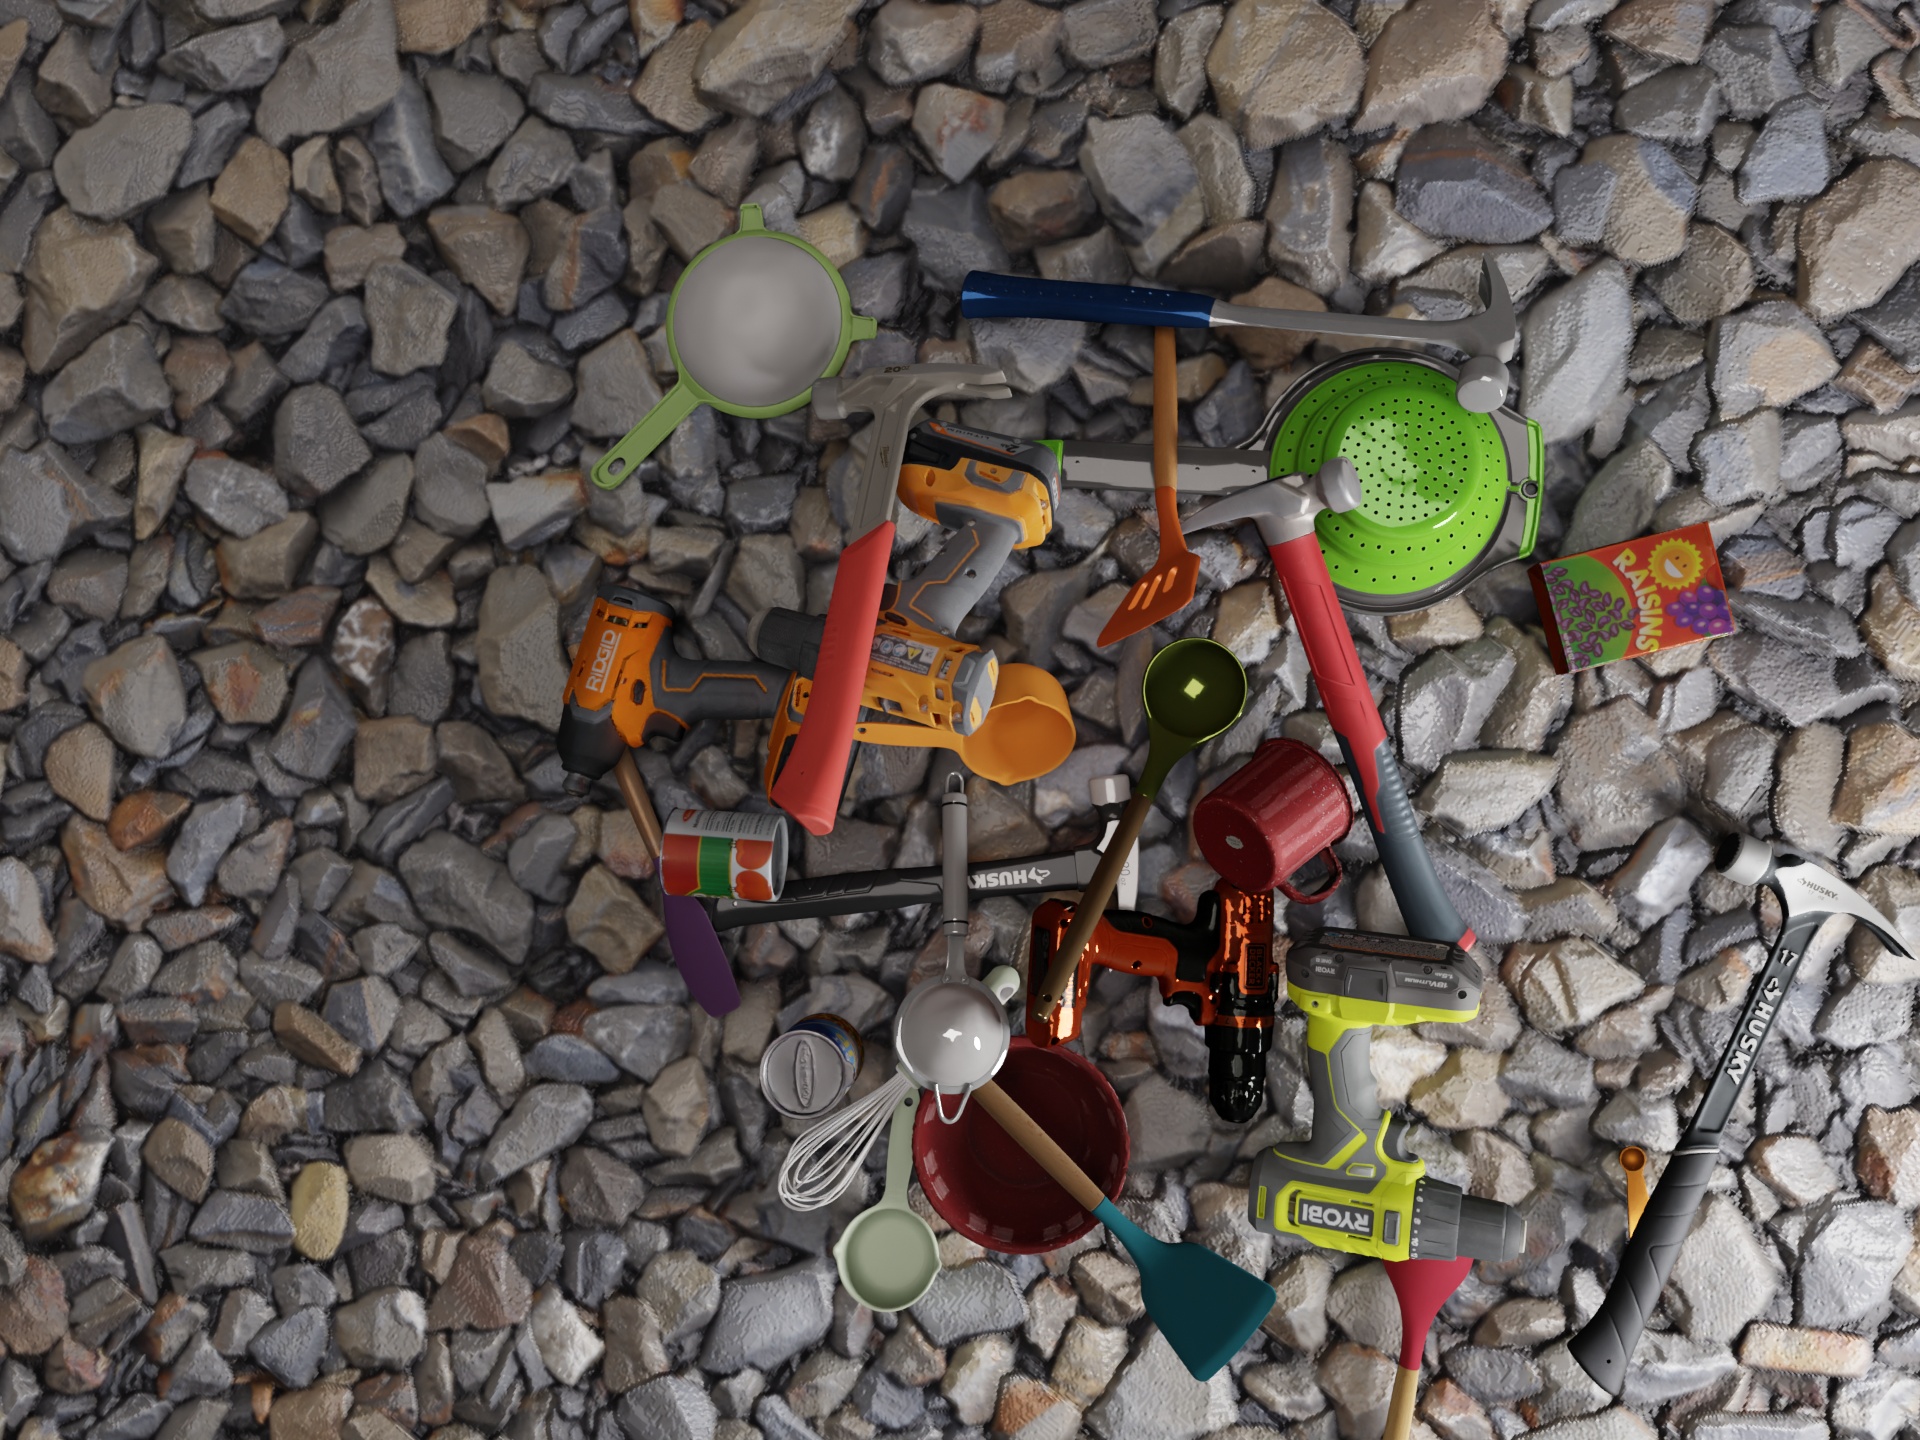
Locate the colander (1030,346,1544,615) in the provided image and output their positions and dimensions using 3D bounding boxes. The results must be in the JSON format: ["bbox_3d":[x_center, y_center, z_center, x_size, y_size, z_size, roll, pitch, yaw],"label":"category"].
[{"bbox_3d":[0.236,-0.188,1.175,0.397,0.094,0.204,4,88,6],"label":"colander"}]

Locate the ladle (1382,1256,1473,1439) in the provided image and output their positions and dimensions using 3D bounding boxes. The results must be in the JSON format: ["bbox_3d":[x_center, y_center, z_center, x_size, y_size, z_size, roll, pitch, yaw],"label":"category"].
[{"bbox_3d":[0.326,0.503,1.178,0.069,0.031,0.315,10,91,9],"label":"ladle"}]

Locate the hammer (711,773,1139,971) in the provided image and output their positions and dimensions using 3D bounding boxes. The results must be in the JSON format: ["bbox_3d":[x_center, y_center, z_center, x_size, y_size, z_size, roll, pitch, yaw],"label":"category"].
[{"bbox_3d":[-0.027,0.132,1.222,0.335,0.035,0.146,-7,87,6],"label":"hammer"}]

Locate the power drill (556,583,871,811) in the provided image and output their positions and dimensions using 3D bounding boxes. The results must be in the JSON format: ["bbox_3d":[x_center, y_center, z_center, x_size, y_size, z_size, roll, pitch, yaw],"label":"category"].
[{"bbox_3d":[-0.193,0.002,1.211,0.226,0.084,0.164,16,81,6],"label":"power drill"}]

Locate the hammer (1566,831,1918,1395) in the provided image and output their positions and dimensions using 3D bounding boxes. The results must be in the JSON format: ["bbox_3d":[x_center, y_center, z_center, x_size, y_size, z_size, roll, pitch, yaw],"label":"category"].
[{"bbox_3d":[0.544,0.294,1.149,0.149,0.036,0.409,25,89,3],"label":"hammer"}]

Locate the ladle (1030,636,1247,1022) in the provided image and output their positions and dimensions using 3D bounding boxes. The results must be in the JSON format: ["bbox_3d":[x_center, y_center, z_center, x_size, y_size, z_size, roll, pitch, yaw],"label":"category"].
[{"bbox_3d":[0.122,0.072,1.133,0.078,0.062,0.320,25,61,9],"label":"ladle"}]

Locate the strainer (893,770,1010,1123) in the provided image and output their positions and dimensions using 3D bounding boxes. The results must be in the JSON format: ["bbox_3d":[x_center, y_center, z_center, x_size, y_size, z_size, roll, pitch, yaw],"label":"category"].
[{"bbox_3d":[-0.004,0.160,1.162,0.087,0.050,0.259,4,70,-14],"label":"strainer"}]

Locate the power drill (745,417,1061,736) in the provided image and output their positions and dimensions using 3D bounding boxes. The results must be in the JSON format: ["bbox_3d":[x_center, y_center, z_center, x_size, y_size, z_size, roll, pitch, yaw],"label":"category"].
[{"bbox_3d":[-0.038,-0.110,1.169,0.185,0.084,0.226,16,66,16],"label":"power drill"}]

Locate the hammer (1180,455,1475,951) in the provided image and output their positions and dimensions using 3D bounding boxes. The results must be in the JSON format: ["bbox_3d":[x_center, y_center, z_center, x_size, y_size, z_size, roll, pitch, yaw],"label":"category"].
[{"bbox_3d":[0.276,0.011,1.159,0.143,0.038,0.386,-16,101,32],"label":"hammer"}]

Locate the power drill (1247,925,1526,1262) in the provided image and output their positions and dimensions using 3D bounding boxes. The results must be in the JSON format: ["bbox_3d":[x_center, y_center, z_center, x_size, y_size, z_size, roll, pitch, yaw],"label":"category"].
[{"bbox_3d":[0.310,0.274,1.137,0.190,0.080,0.228,5,97,20],"label":"power drill"}]

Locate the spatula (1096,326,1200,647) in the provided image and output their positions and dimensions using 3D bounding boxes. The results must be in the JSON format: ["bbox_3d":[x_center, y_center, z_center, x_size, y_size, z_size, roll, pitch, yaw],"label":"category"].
[{"bbox_3d":[0.141,-0.187,1.139,0.081,0.041,0.323,-26,47,39],"label":"spatula"}]

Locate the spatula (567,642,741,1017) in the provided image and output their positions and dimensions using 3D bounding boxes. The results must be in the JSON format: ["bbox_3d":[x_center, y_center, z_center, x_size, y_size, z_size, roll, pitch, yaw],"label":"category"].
[{"bbox_3d":[-0.246,0.084,1.250,0.060,0.018,0.316,-29,82,40],"label":"spatula"}]

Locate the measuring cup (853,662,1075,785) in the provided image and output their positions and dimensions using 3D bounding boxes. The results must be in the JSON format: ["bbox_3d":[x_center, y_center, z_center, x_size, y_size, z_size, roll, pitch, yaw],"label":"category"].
[{"bbox_3d":[-0.002,-0.004,1.188,0.173,0.095,0.052,3,45,-9],"label":"measuring cup"}]

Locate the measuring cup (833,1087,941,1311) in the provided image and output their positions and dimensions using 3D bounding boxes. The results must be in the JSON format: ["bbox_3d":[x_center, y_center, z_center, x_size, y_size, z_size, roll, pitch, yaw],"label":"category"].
[{"bbox_3d":[-0.048,0.365,1.221,0.083,0.038,0.168,5,72,8],"label":"measuring cup"}]

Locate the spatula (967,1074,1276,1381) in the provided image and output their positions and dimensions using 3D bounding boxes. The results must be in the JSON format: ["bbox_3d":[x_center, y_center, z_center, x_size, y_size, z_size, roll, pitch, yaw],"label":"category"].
[{"bbox_3d":[0.082,0.328,1.143,0.317,0.044,0.082,43,80,7],"label":"spatula"}]

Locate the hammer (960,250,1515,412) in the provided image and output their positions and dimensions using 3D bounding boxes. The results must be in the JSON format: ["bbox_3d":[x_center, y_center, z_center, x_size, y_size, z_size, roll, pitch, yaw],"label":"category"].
[{"bbox_3d":[0.199,-0.303,1.176,0.405,0.035,0.144,10,53,17],"label":"hammer"}]

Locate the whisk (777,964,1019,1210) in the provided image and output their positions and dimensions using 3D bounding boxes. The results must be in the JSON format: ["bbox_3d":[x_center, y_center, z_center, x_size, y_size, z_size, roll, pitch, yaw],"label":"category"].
[{"bbox_3d":[-0.046,0.276,1.208,0.246,0.057,0.059,-44,42,-5],"label":"whisk"}]

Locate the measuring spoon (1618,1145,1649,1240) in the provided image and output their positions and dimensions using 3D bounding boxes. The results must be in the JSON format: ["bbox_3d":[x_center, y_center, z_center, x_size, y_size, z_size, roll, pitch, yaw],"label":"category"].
[{"bbox_3d":[0.500,0.371,1.173,0.021,0.011,0.117,-8,91,0],"label":"measuring spoon"}]

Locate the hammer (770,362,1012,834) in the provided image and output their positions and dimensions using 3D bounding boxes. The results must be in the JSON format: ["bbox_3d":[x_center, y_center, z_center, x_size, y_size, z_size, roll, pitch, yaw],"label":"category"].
[{"bbox_3d":[-0.062,-0.093,1.104,0.149,0.036,0.359,1,65,18],"label":"hammer"}]

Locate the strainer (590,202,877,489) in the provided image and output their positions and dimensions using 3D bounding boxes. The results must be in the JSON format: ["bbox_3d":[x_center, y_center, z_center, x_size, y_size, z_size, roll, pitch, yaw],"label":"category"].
[{"bbox_3d":[-0.200,-0.278,1.236,0.256,0.069,0.151,-45,85,1],"label":"strainer"}]
